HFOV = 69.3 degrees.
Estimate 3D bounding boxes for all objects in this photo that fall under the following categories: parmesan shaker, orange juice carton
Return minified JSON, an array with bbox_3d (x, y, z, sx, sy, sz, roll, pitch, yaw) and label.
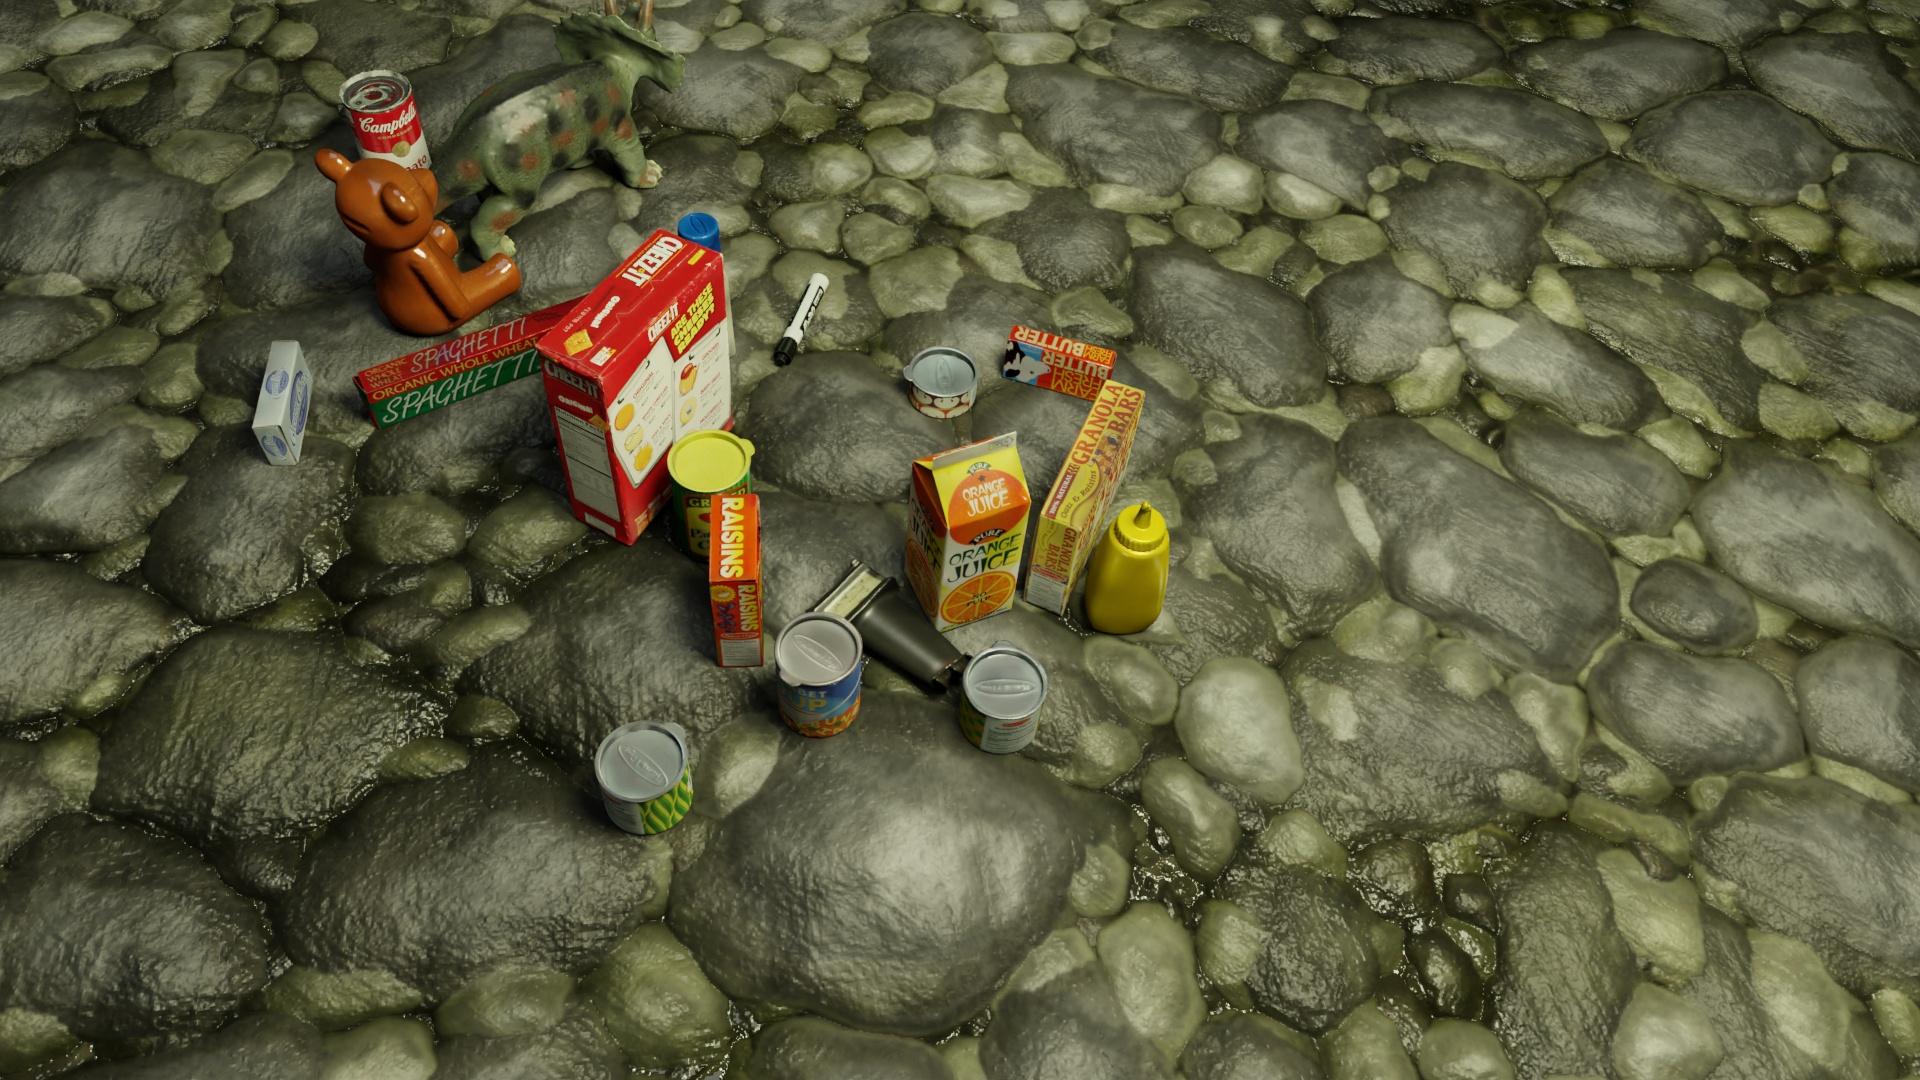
[{"bbox_3d":[-0.205,-0.036,1.163,0.071,0.102,0.071,3,53,-3],"label":"parmesan shaker"},{"bbox_3d":[0.004,-0.014,1.110,0.072,0.191,0.073,-17,56,-18],"label":"orange juice carton"}]

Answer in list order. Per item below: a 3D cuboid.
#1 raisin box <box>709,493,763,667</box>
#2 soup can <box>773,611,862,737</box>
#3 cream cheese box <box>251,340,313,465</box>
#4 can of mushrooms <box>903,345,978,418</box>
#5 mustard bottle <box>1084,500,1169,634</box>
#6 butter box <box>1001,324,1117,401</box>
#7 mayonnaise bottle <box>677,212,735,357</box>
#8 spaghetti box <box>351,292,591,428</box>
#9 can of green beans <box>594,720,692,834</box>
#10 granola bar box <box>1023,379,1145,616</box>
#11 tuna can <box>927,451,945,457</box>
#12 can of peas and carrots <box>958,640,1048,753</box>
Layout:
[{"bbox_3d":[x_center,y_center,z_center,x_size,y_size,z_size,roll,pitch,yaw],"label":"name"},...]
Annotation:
[{"bbox_3d":[-0.176,0.033,1.100,0.040,0.122,0.086,-1,53,-6],"label":"raisin box"},{"bbox_3d":[-0.112,0.107,1.075,0.071,0.083,0.072,3,53,-3],"label":"soup can"},{"bbox_3d":[-0.594,-0.121,1.221,0.024,0.053,0.104,-3,53,-8],"label":"cream cheese box"},{"bbox_3d":[-0.019,-0.149,1.311,0.071,0.033,0.071,3,53,-3],"label":"can of mushrooms"},{"bbox_3d":[0.139,0.016,1.121,0.065,0.159,0.049,1,53,-5],"label":"mustard bottle"},{"bbox_3d":[0.094,-0.168,1.324,0.103,0.052,0.024,16,53,7],"label":"butter box"},{"bbox_3d":[-0.236,-0.234,1.283,0.041,0.147,0.065,-23,58,-21],"label":"mayonnaise bottle"},{"bbox_3d":[-0.425,-0.170,1.278,0.251,0.050,0.029,-25,59,-22],"label":"spaghetti box"},{"bbox_3d":[-0.233,0.176,1.026,0.071,0.057,0.071,3,53,-3],"label":"can of green beans"},{"bbox_3d":[0.104,-0.037,1.181,0.039,0.123,0.166,21,54,10],"label":"granola bar box"},{"bbox_3d":[-0.006,-0.045,1.233,0.071,0.032,0.071,3,53,-3],"label":"tuna can"},{"bbox_3d":[0.032,0.124,1.092,0.071,0.058,0.071,3,53,-3],"label":"can of peas and carrots"}]
